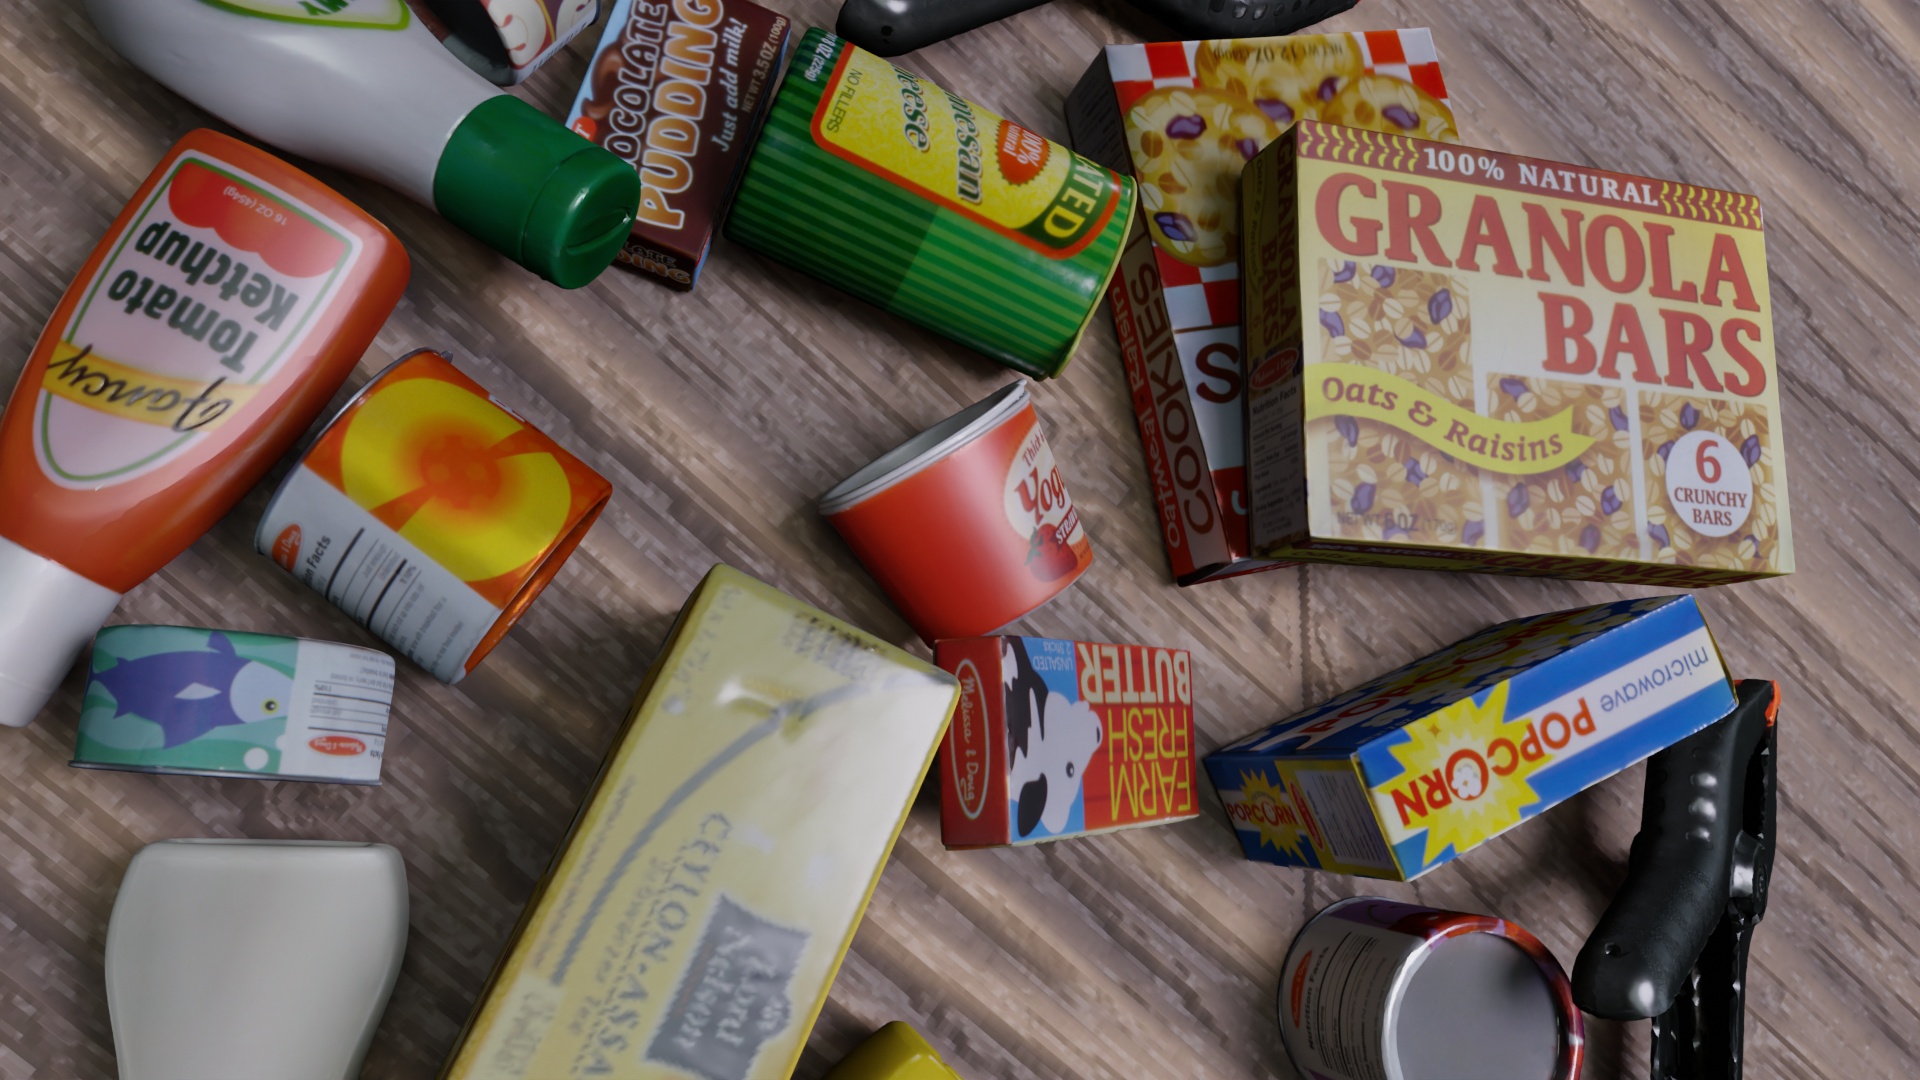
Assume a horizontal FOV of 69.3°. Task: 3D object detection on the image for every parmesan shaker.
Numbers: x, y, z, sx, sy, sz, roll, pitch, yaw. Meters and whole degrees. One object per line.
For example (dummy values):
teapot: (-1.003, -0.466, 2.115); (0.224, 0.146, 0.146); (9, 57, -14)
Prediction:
parmesan shaker: (-0.010, -0.095, 0.403); (0.103, 0.071, 0.071); (23, 75, -12)

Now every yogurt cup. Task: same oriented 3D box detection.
yogurt cup: (0.001, -0.005, 0.394); (0.072, 0.072, 0.054); (-33, 99, -19)

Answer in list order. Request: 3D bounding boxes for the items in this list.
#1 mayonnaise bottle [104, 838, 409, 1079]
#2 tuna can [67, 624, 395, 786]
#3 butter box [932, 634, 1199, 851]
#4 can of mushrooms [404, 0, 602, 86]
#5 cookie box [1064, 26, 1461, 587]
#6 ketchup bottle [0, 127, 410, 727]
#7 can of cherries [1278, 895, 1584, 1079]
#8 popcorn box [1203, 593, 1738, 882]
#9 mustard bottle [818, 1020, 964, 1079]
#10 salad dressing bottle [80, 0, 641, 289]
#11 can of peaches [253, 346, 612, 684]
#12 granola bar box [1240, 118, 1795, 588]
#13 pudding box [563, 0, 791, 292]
mayonnaise bottle: (-0.170, 0.146, 0.326); (0.065, 0.041, 0.148); (5, 80, -15)
tuna can: (-0.174, 0.040, 0.332); (0.071, 0.071, 0.033); (7, 78, -16)
butter box: (0.032, 0.054, 0.384); (0.103, 0.024, 0.053); (9, 76, -53)
can of mushrooms: (-0.135, -0.161, 0.378); (0.071, 0.071, 0.033); (43, 73, -6)
cookie box: (0.113, -0.078, 0.453); (0.123, 0.040, 0.167); (-10, 82, -19)
ketchup bottle: (-0.204, -0.027, 0.346); (0.065, 0.043, 0.149); (29, 74, -6)
can of cherries: (0.140, 0.142, 0.411); (0.071, 0.058, 0.071); (3, 79, -16)
popcorn box: (0.150, 0.057, 0.415); (0.127, 0.085, 0.038); (-20, 88, -19)
mustard bottle: (-0.055, 0.195, 0.343); (0.049, 0.065, 0.160); (44, 77, 0)
salad dressing bottle: (-0.153, -0.117, 0.358); (0.148, 0.043, 0.064); (32, 36, 5)
can of peaches: (-0.130, -0.007, 0.353); (0.058, 0.071, 0.071); (38, 72, -7)
granola bar box: (0.167, -0.052, 0.421); (0.166, 0.039, 0.124); (4, 79, -17)
pudding box: (-0.087, -0.121, 0.406); (0.050, 0.030, 0.084); (21, 75, -11)
